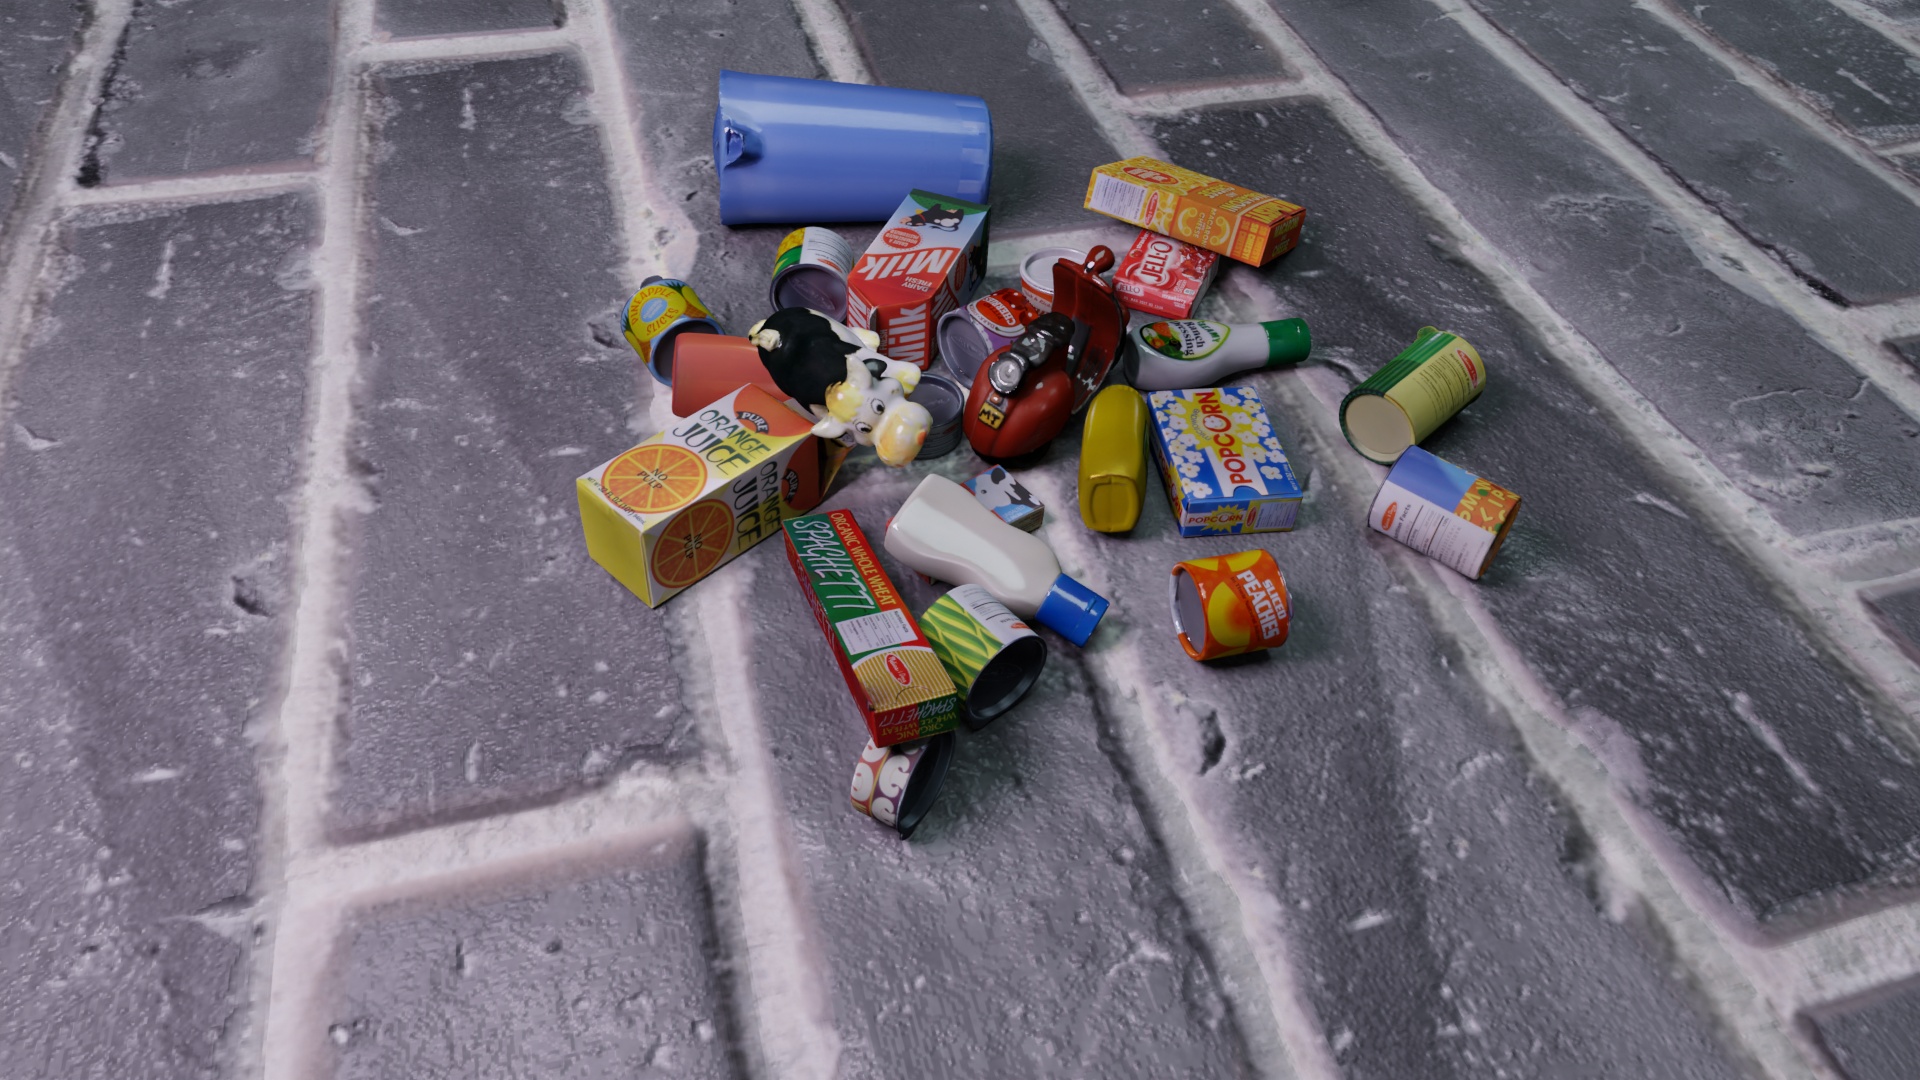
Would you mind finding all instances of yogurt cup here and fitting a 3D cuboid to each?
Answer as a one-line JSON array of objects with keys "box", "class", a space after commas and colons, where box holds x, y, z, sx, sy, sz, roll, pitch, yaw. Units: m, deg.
[{"box": [0.082, -0.204, 1.153, 0.072, 0.053, 0.073, 2, 44, -2], "class": "yogurt cup"}]

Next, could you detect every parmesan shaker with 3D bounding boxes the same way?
[{"box": [0.344, -0.112, 1.064, 0.103, 0.071, 0.071, -34, 56, -31], "class": "parmesan shaker"}]

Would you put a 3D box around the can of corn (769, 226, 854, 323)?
[{"box": [-0.123, -0.214, 1.145, 0.071, 0.070, 0.058, 2, 44, -1], "class": "can of corn"}]

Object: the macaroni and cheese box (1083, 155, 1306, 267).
[{"box": [0.211, -0.297, 1.239, 0.166, 0.040, 0.124, 24, 29, 19], "class": "macaroni and cheese box"}]

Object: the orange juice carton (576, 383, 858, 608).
[{"box": [-0.162, -0.043, 0.961, 0.072, 0.072, 0.193, 35, 52, 28], "class": "orange juice carton"}]

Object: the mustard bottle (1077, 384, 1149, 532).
[{"box": [0.114, -0.073, 1.017, 0.049, 0.065, 0.161, 3, 39, 8], "class": "mustard bottle"}]

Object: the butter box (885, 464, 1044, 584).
[{"box": [0.003, -0.012, 0.974, 0.104, 0.024, 0.053, -28, 53, -28], "class": "butter box"}]

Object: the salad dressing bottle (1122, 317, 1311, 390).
[{"box": [0.206, -0.153, 1.116, 0.148, 0.043, 0.064, -8, 45, -12], "class": "salad dressing bottle"}]

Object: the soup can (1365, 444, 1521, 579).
[{"box": [0.340, -0.022, 0.975, 0.084, 0.071, 0.072, 30, 51, 24], "class": "soup can"}]

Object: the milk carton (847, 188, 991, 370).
[{"box": [-0.040, -0.206, 1.134, 0.073, 0.072, 0.192, 16, 46, 12], "class": "milk carton"}]

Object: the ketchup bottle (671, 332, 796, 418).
[{"box": [-0.142, -0.120, 1.051, 0.149, 0.064, 0.044, 3, 28, -13], "class": "ketchup bottle"}]

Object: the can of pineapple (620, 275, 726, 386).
[{"box": [-0.224, -0.162, 1.081, 0.071, 0.070, 0.058, -22, 50, -24], "class": "can of pineapple"}]

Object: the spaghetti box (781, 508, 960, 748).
[{"box": [-0.061, 0.045, 0.858, 0.050, 0.028, 0.251, -11, 28, -15], "class": "spaghetti box"}]

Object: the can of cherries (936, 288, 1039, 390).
[{"box": [0.025, -0.160, 1.093, 0.058, 0.071, 0.071, -29, 53, -29], "class": "can of cherries"}]

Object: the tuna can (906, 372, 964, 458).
[{"box": [-0.032, -0.096, 1.051, 0.071, 0.032, 0.071, 2, 45, -2], "class": "tuna can"}]

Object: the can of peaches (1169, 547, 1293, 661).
[{"box": [0.174, 0.042, 0.898, 0.058, 0.070, 0.071, -9, 46, -11], "class": "can of peaches"}]

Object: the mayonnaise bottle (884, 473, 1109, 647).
[{"box": [0.026, 0.017, 0.913, 0.148, 0.041, 0.065, 32, 58, 7], "class": "mayonnaise bottle"}]

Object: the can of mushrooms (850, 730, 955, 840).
[{"box": [-0.033, 0.133, 0.797, 0.033, 0.070, 0.071, 23, 48, 18], "class": "can of mushrooms"}]

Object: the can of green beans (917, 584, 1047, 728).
[{"box": [0.010, 0.069, 0.863, 0.071, 0.070, 0.058, -29, 52, -29], "class": "can of green beans"}]

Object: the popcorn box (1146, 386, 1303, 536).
[{"box": [0.191, -0.060, 1.025, 0.085, 0.038, 0.127, -3, 45, -8], "class": "popcorn box"}]
